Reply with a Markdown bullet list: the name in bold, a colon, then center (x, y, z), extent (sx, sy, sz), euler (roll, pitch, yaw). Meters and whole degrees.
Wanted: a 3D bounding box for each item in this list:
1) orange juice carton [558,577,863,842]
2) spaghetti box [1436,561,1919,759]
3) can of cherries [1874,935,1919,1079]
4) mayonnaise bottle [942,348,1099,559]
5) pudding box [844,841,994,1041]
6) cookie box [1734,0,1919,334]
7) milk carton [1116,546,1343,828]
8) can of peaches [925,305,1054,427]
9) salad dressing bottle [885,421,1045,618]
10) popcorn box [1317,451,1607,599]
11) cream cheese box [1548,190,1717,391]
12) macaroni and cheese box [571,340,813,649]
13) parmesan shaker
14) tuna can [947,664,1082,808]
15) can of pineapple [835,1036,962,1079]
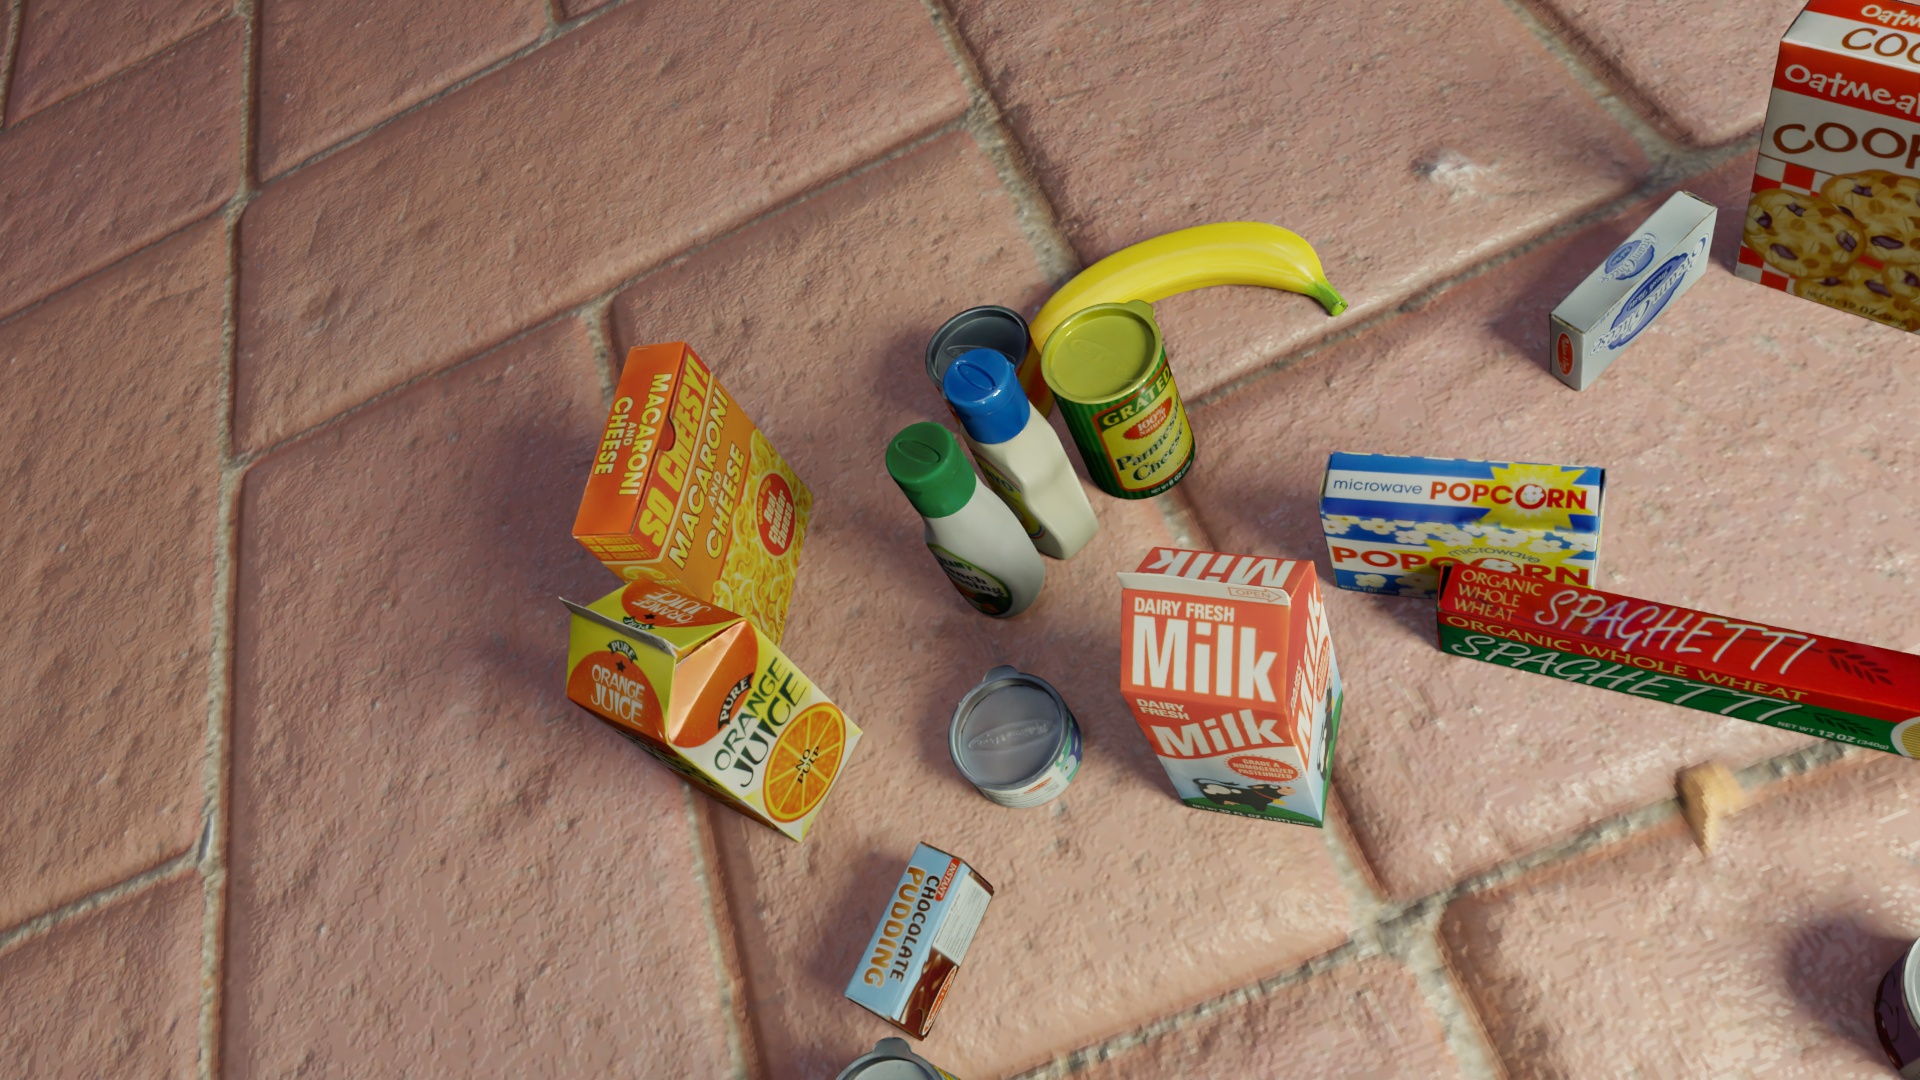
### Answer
- **orange juice carton**: center (-0.130, 0.082, 0.714), extent (0.072, 0.192, 0.073), euler (18, 69, 30)
- **spaghetti box**: center (0.344, 0.056, 0.629), extent (0.250, 0.050, 0.029), euler (13, 66, 28)
- **can of cherries**: center (0.393, 0.179, 0.530), extent (0.071, 0.058, 0.072), euler (-10, 57, 16)
- **mayonnaise bottle**: center (0.031, -0.047, 0.757), extent (0.041, 0.147, 0.065), euler (-45, 55, -8)
- **pudding box**: center (-0.019, 0.198, 0.687), extent (0.030, 0.049, 0.084), euler (16, 67, 29)
- **cookie box**: center (0.447, -0.172, 0.656), extent (0.123, 0.167, 0.040), euler (31, 76, 33)
- **milk carton**: center (0.124, 0.061, 0.627), extent (0.072, 0.190, 0.074), euler (5, 63, 24)
- **can of peaches**: center (0.018, -0.098, 0.849), extent (0.071, 0.058, 0.071), euler (-10, 57, 16)
- **salad dressing bottle**: center (0.003, -0.009, 0.745), extent (0.064, 0.147, 0.044), euler (25, 72, 32)
- **popcorn box**: center (0.246, -0.004, 0.684), extent (0.127, 0.085, 0.038), euler (5, 63, 24)
- **cream cheese box**: center (0.356, -0.132, 0.738), extent (0.104, 0.053, 0.024), euler (-43, 55, -7)
- **macaroni and cheese box**: center (-0.145, -0.016, 0.796), extent (0.040, 0.166, 0.124), euler (-3, 60, 21)
- **parmesan shaker**: center (0.093, -0.077, 0.778), extent (0.071, 0.102, 0.071), euler (-10, 57, 16)
- **tuna can**: center (0.029, 0.104, 0.736), extent (0.071, 0.032, 0.071), euler (-10, 57, 16)
- **can of pineapple**: center (-0.024, 0.272, 0.639), extent (0.071, 0.057, 0.071), euler (-10, 57, 16)
